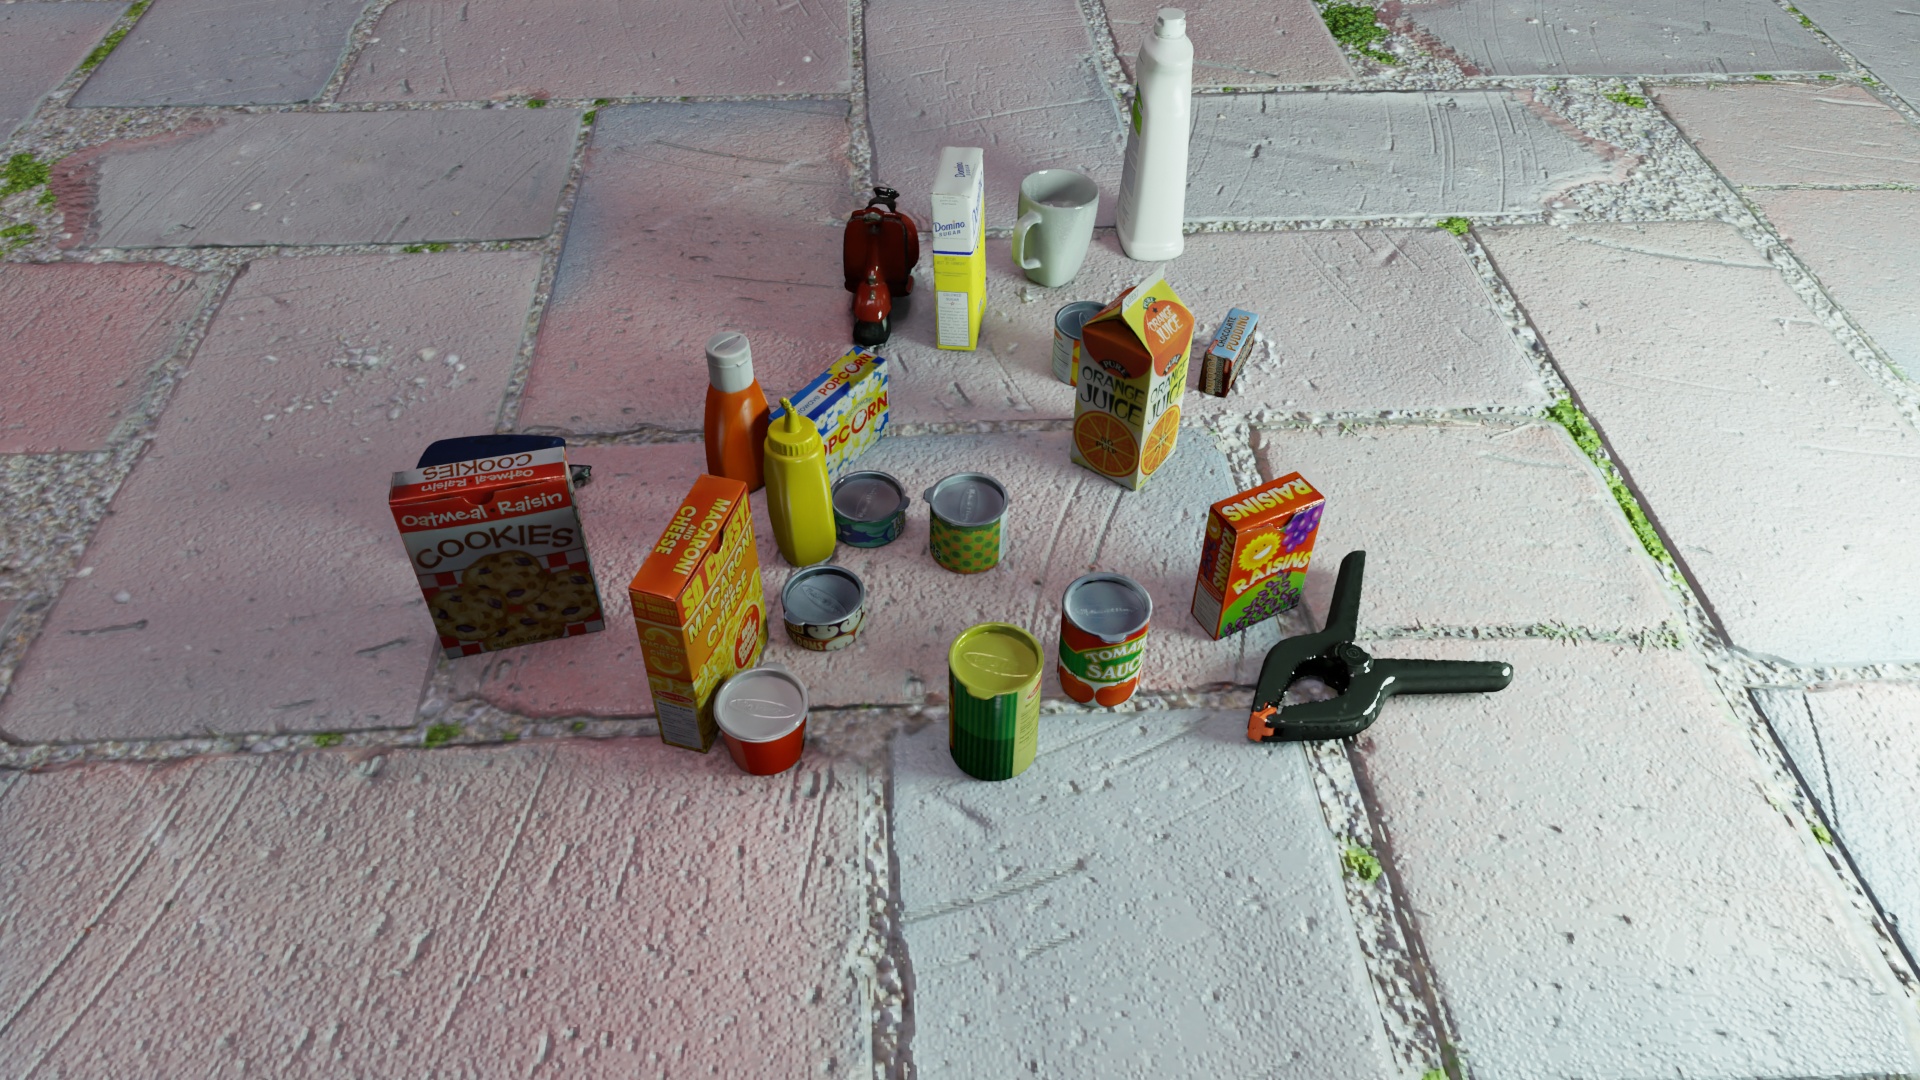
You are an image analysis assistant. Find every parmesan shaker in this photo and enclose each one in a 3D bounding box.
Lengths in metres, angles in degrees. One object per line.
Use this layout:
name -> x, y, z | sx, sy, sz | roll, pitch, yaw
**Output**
parmesan shaker -> 0.023, 0.118, 0.994 | 0.071, 0.102, 0.072 | 0, 44, 0

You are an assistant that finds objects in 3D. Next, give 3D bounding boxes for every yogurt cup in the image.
yogurt cup -> -0.143, 0.134, 1.010 | 0.072, 0.053, 0.073 | 1, 44, 0

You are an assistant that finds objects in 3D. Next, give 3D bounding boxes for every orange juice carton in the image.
orange juice carton -> 0.149, -0.145, 1.203 | 0.073, 0.191, 0.072 | 28, 50, 25

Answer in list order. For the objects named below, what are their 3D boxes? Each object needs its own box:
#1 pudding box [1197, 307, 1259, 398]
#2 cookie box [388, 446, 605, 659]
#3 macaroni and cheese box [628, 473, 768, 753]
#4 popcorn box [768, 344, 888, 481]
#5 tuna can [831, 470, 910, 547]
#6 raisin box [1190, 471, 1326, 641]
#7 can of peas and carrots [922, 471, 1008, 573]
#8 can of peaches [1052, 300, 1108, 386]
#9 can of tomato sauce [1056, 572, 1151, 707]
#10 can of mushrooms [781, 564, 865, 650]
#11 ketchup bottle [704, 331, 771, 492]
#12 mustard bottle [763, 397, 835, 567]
pudding box -> 0.260, -0.183, 1.347 | 0.030, 0.049, 0.084 | 19, 47, 18
cookie box -> -0.346, 0.012, 1.051 | 0.123, 0.166, 0.040 | -10, 45, -11
macaroni and cheese box -> -0.186, 0.054, 1.011 | 0.040, 0.165, 0.124 | 12, 45, 11
popcorn box -> -0.115, -0.104, 1.233 | 0.038, 0.084, 0.127 | 26, 49, 23
tuna can -> -0.077, -0.027, 1.192 | 0.071, 0.032, 0.071 | 1, 44, 0
raisin box -> 0.232, 0.013, 1.091 | 0.086, 0.122, 0.040 | -20, 48, -20
can of peas and carrots -> 0.004, -0.015, 1.162 | 0.071, 0.058, 0.071 | 1, 44, 0
can of peaches -> 0.125, -0.190, 1.346 | 0.071, 0.057, 0.071 | 1, 44, 0
can of tomato sauce -> 0.108, 0.077, 1.052 | 0.071, 0.082, 0.071 | 1, 44, 0
can of mushrooms -> -0.110, 0.055, 1.107 | 0.071, 0.033, 0.071 | 1, 44, 0
ketchup bottle -> -0.192, -0.109, 1.192 | 0.043, 0.148, 0.065 | 33, 53, 29
mustard bottle -> -0.132, -0.052, 1.125 | 0.049, 0.159, 0.065 | -18, 47, -19
